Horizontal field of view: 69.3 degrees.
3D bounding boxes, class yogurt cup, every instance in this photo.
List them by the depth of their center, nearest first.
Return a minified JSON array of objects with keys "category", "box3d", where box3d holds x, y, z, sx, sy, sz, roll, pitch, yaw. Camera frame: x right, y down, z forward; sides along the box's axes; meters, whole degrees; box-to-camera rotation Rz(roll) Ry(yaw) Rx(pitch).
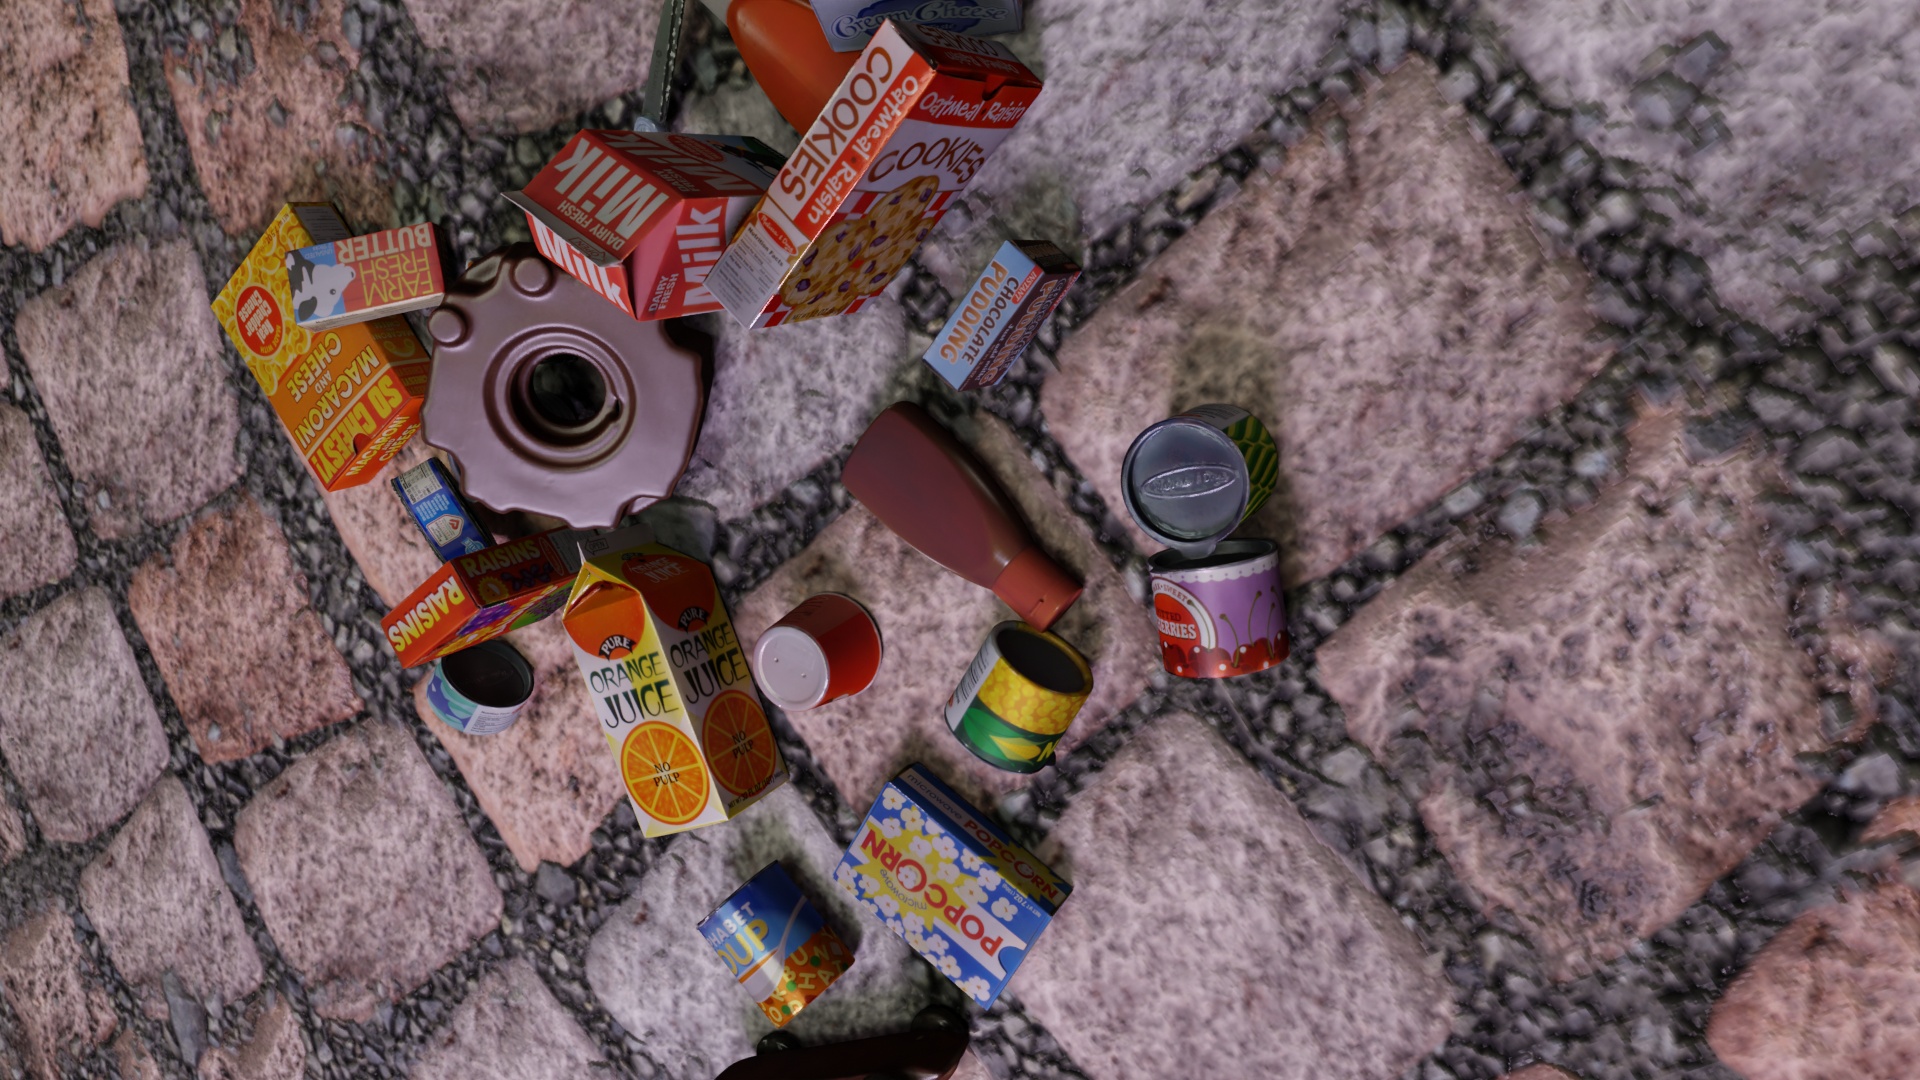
[{"category":"yogurt cup","box3d":[-0.089,0.070,0.843,0.072,0.054,0.072,6,104,26]}]

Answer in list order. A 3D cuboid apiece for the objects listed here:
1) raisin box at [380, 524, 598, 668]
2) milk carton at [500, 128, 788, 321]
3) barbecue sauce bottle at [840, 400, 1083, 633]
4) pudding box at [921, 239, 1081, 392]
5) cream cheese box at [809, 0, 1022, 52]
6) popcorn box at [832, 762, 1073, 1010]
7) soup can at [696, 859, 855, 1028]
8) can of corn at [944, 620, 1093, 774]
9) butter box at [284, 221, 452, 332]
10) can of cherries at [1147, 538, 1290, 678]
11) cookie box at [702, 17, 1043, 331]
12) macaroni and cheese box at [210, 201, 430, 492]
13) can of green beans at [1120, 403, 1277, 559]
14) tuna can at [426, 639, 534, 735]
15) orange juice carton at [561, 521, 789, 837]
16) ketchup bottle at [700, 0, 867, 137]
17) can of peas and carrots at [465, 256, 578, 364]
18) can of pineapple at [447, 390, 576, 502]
[{"category":"raisin box","box3d":[-0.299,0.034,0.904,0.086,0.124,0.040,-33,86,29]},{"category":"milk carton","box3d":[-0.151,-0.169,0.739,0.072,0.191,0.073,36,116,16]},{"category":"barbecue sauce bottle","box3d":[0.003,-0.010,0.782,0.149,0.044,0.064,42,118,12]},{"category":"pudding box","box3d":[0.022,-0.120,0.742,0.030,0.050,0.083,45,117,13]},{"category":"cream cheese box","box3d":[-0.022,-0.277,0.706,0.104,0.053,0.024,-3,78,8]},{"category":"popcorn box","box3d":[-0.007,0.208,0.842,0.127,0.038,0.085,37,115,16]},{"category":"soup can","box3d":[-0.120,0.261,0.894,0.084,0.071,0.071,49,119,9]},{"category":"can of corn","box3d":[0.035,0.088,0.776,0.071,0.071,0.058,37,116,15]},{"category":"butter box","box3d":[-0.395,-0.177,0.932,0.103,0.024,0.053,-12,86,1]},{"category":"can of cherries","box3d":[0.130,0.034,0.710,0.071,0.072,0.058,-4,101,28]},{"category":"cookie box","box3d":[-0.043,-0.185,0.718,0.040,0.123,0.166,48,118,9]},{"category":"macaroni and cheese box","box3d":[-0.452,-0.137,0.991,0.123,0.040,0.166,-36,84,30]},{"category":"can of green beans","box3d":[0.122,-0.034,0.705,0.071,0.058,0.071,7,105,26]},{"category":"tuna can","box3d":[-0.338,0.100,0.973,0.071,0.071,0.032,43,118,12]},{"category":"orange juice carton","box3d":[-0.188,0.083,0.887,0.073,0.072,0.192,-19,93,29]},{"category":"ketchup bottle","box3d":[-0.092,-0.273,0.768,0.149,0.044,0.064,46,113,11]},{"category":"can of peas and carrots","box3d":[-0.279,-0.147,0.884,0.071,0.071,0.058,15,108,24]},{"category":"can of pineapple","box3d":[-0.295,-0.062,0.916,0.071,0.058,0.070,7,105,26]}]
